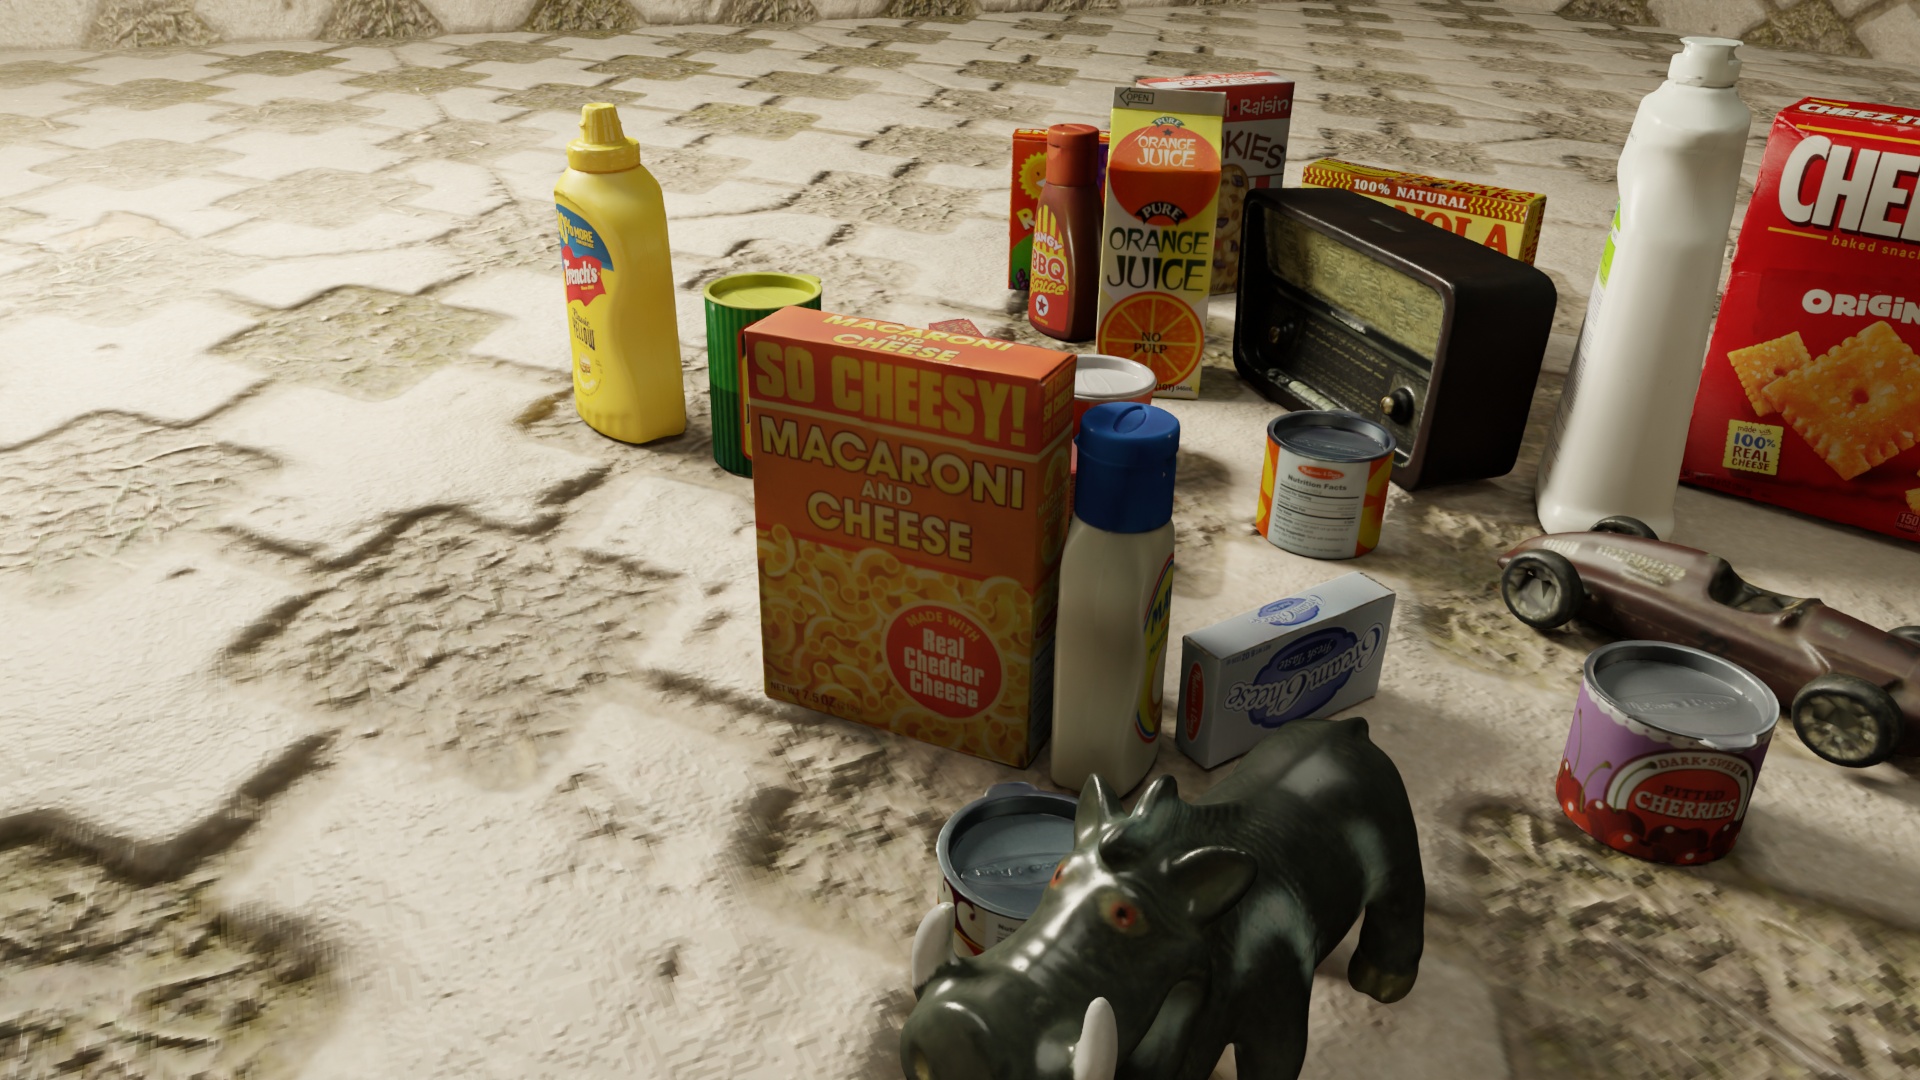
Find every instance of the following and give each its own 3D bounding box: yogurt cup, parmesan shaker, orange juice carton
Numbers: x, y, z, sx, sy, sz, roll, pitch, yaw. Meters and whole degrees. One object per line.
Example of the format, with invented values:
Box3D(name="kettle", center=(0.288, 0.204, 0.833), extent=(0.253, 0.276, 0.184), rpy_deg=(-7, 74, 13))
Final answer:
Box3D(name="yogurt cup", center=(0.079, -0.074, 0.817), extent=(0.072, 0.053, 0.073), rpy_deg=(1, 27, 0))
Box3D(name="parmesan shaker", center=(-0.109, -0.096, 0.799), extent=(0.071, 0.102, 0.071), rpy_deg=(1, 27, 0))
Box3D(name="orange juice carton", center=(0.129, -0.195, 0.905), extent=(0.072, 0.191, 0.073), rpy_deg=(4, 27, 6))

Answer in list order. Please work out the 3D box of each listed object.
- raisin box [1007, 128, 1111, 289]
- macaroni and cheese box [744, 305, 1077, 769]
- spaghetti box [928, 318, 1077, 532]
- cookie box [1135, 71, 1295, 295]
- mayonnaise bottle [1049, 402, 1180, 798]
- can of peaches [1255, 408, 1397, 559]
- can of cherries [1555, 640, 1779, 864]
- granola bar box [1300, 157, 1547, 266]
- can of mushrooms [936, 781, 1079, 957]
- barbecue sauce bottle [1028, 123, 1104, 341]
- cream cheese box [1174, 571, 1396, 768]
Box3D(name="raisin box", center=(0.082, -0.263, 1.109), extent=(0.086, 0.122, 0.040), rpy_deg=(4, 27, 6))
Box3D(name="macaroni and cheese box", center=(-0.021, -0.002, 0.552), extent=(0.124, 0.165, 0.040), rpy_deg=(12, 29, 21))
Box3D(name="spaghetti box", center=(0.024, -0.068, 0.808), extent=(0.029, 0.050, 0.251), rpy_deg=(-6, 28, -14))
Box3D(name="cookie box", center=(0.193, -0.279, 1.096), extent=(0.123, 0.166, 0.040), rpy_deg=(-11, 29, -22))
Box3D(name="mayonnaise bottle", center=(0.060, 0.022, 0.529), extent=(0.041, 0.147, 0.065), rpy_deg=(11, 29, 19))
Box3D(name="can of peaches", center=(0.193, -0.031, 0.735), extent=(0.071, 0.057, 0.071), rpy_deg=(1, 27, 0))
Box3D(name="can of cherries", center=(0.264, 0.080, 0.522), extent=(0.071, 0.058, 0.072), rpy_deg=(1, 27, 0))
Box3D(name="granola bar box", center=(0.319, -0.196, 0.988), extent=(0.166, 0.123, 0.039), rpy_deg=(23, 34, 36))
Box3D(name="can of mushrooms", center=(0.024, 0.116, 0.471), extent=(0.071, 0.033, 0.071), rpy_deg=(1, 27, 0))
Box3D(name="barbecue sauce bottle", center=(0.078, -0.223, 1.004), extent=(0.044, 0.147, 0.065), rpy_deg=(-14, 31, -27))
Box3D(name="cream cheese box", center=(0.134, 0.052, 0.576), extent=(0.104, 0.053, 0.024), rpy_deg=(-17, 32, -31))
